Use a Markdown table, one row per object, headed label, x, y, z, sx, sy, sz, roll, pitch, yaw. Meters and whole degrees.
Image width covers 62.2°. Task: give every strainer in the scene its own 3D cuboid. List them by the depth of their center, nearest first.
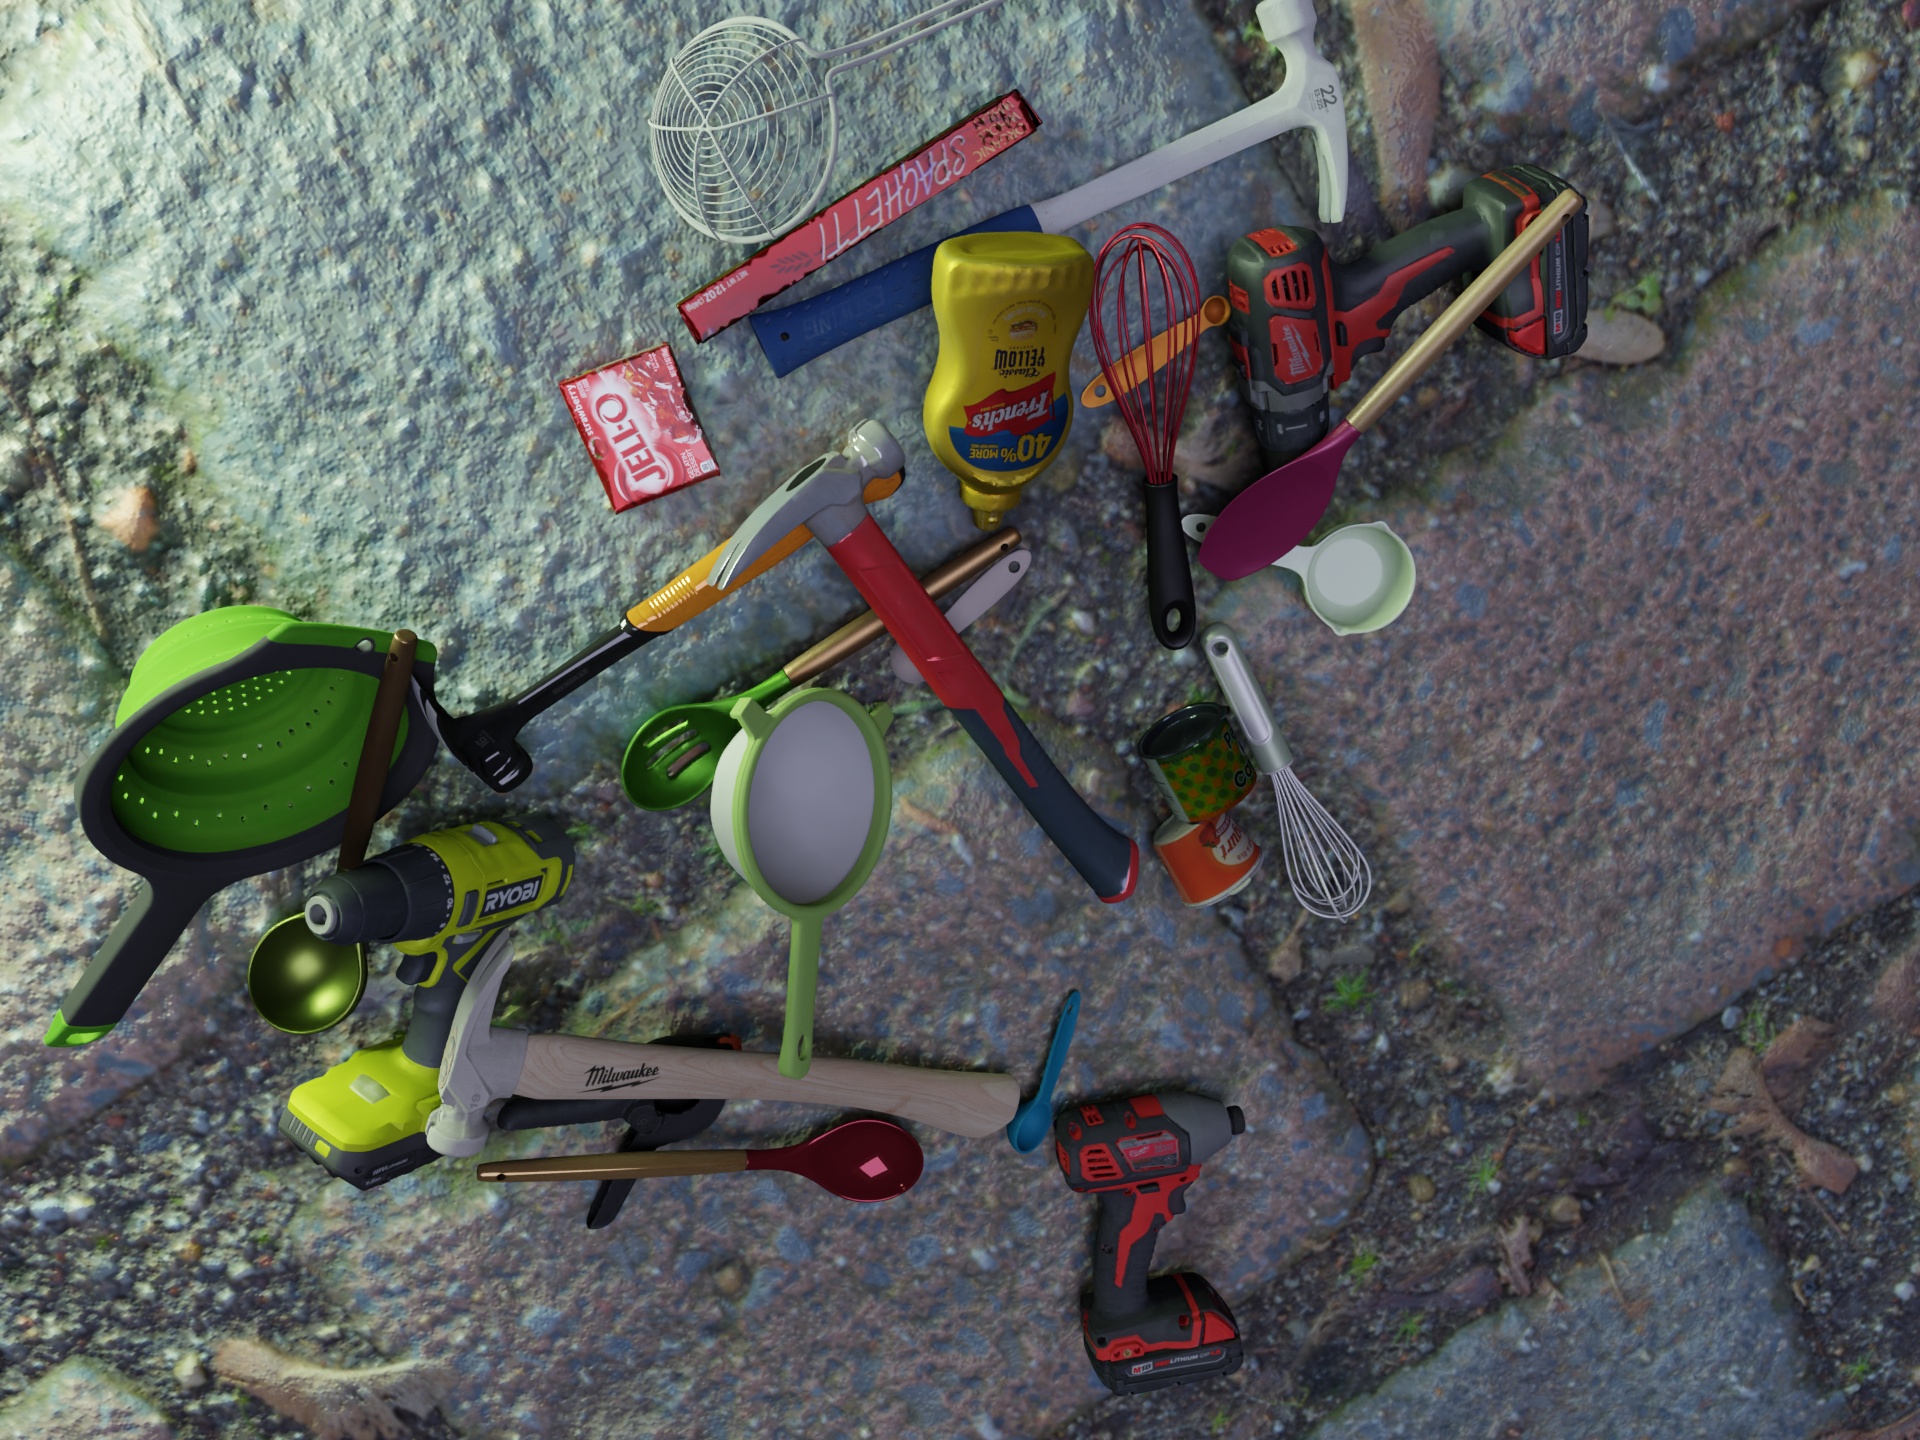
| label | x | y | z | sx | sy | sz | roll | pitch | yaw |
| --- | --- | --- | --- | --- | --- | --- | --- | --- | --- |
| strainer | -0.119 | 0.104 | 1.049 | 0.151 | 0.069 | 0.256 | 1 | 94 | -54 |

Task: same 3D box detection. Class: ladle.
| label | x | y | z | sx | sy | sz | roll | pitch | yaw |
| --- | --- | --- | --- | --- | --- | --- | --- | --- | --- |
| ladle | -0.377 | 0.074 | 0.972 | 0.078 | 0.062 | 0.320 | 33 | 124 | 8 |
| ladle | -0.177 | 0.313 | 1.121 | 0.315 | 0.031 | 0.069 | 4 | 105 | -23 |

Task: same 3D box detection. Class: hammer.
| label | x | y | z | sx | sy | sz | roll | pitch | yaw |
| --- | --- | --- | --- | --- | --- | --- | --- | --- | --- |
| hammer | -0.179 | -0.079 | 0.998 | 0.337 | 0.127 | 0.034 | -35 | 67 | -8 |
| hammer | 0.061 | -0.315 | 1.012 | 0.405 | 0.035 | 0.144 | -25 | 108 | -3 |
| hammer | -0.002 | -0.003 | 1.050 | 0.143 | 0.038 | 0.386 | -43 | 118 | -11 |
| hammer | -0.136 | 0.232 | 1.075 | 0.410 | 0.038 | 0.146 | 12 | 106 | -29 |

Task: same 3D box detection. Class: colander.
| label | x | y | z | sx | sy | sz | roll | pitch | yaw |
| --- | --- | --- | --- | --- | --- | --- | --- | --- | --- |
| colander | -0.480 | 0.054 | 0.986 | 0.397 | 0.095 | 0.204 | -47 | 152 | 22 |

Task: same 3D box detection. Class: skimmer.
| label | x | y | z | sx | sy | sz | roll | pitch | yaw |
| --- | --- | --- | --- | --- | --- | --- | --- | --- | --- |
| skimmer | -0.019 | -0.413 | 0.971 | 0.363 | 0.090 | 0.127 | -30 | 88 | -12 |

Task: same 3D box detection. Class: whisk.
| label | x | y | z | sx | sy | sz | roll | pitch | yaw |
| --- | --- | --- | --- | --- | --- | --- | --- | --- | --- |
| whisk | 0.129 | -0.175 | 1.037 | 0.073 | 0.073 | 0.295 | -14 | 121 | -6 |
| whisk | 0.229 | 0.039 | 1.138 | 0.058 | 0.059 | 0.246 | -23 | 105 | 19 |

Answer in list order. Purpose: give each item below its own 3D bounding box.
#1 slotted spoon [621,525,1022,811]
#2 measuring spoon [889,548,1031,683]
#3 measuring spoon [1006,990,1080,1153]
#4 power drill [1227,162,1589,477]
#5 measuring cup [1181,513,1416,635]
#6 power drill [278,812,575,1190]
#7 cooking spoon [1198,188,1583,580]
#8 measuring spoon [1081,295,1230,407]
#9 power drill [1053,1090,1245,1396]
| label | x | y | z | sx | sy | sz | roll | pitch | yaw |
| --- | --- | --- | --- | --- | --- | --- | --- | --- | --- |
| slotted spoon | -0.092 | -0.041 | 1.065 | 0.314 | 0.031 | 0.070 | -33 | 126 | -3 |
| measuring spoon | 0.002 | -0.071 | 1.078 | 0.124 | 0.018 | 0.034 | -43 | 108 | 2 |
| measuring spoon | 0.061 | 0.258 | 1.182 | 0.042 | 0.021 | 0.128 | 13 | 95 | -52 |
| power drill | 0.288 | -0.251 | 1.043 | 0.226 | 0.080 | 0.187 | -19 | 126 | -4 |
| measuring cup | 0.231 | -0.114 | 1.104 | 0.167 | 0.038 | 0.083 | 17 | 103 | -2 |
| power drill | -0.347 | 0.173 | 1.002 | 0.080 | 0.190 | 0.228 | 27 | 107 | 21 |
| cooking spoon | 0.270 | -0.207 | 1.014 | 0.068 | 0.017 | 0.319 | 25 | 120 | -34 |
| measuring spoon | 0.129 | -0.245 | 1.060 | 0.117 | 0.011 | 0.021 | -35 | 108 | 4 |
| power drill | 0.151 | 0.386 | 1.206 | 0.143 | 0.079 | 0.219 | -9 | 104 | -9 |
